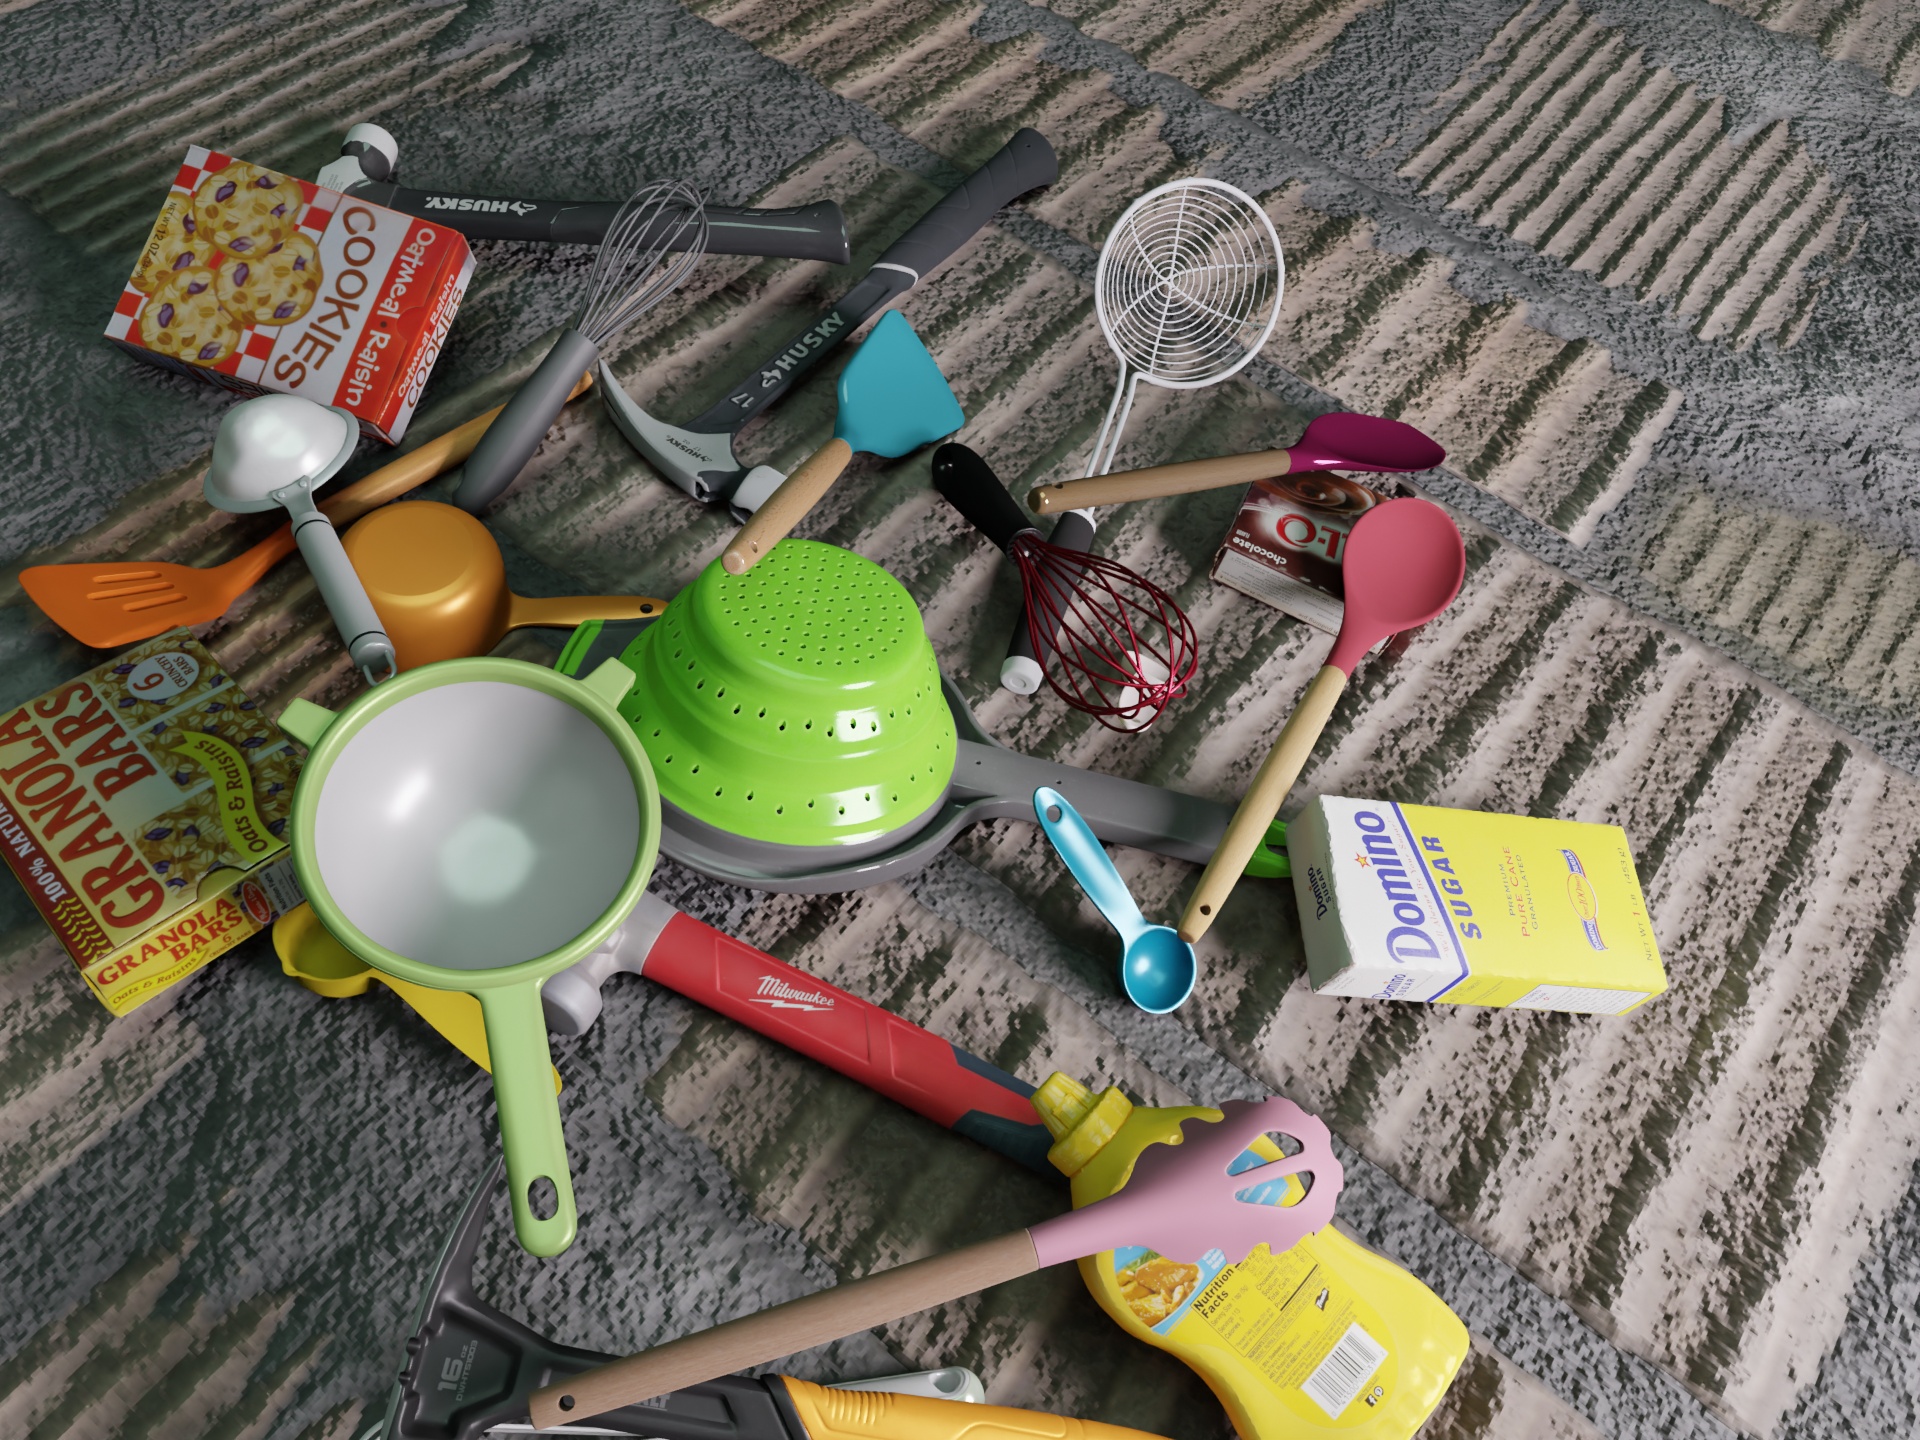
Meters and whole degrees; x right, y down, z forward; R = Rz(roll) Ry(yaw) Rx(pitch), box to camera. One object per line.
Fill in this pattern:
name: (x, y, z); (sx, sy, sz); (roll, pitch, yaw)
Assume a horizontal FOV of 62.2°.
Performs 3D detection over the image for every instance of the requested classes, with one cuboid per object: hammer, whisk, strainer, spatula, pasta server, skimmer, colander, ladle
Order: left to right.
strainer: (-0.326, -0.101, 0.795); (0.087, 0.050, 0.259); (-31, 55, -11)
spatula: (-0.332, -0.125, 0.861); (0.081, 0.041, 0.322); (34, 55, 28)
strainer: (-0.196, 0.100, 0.680); (0.151, 0.069, 0.257); (-9, 70, -18)
hammer: (-0.234, -0.304, 0.982); (0.335, 0.035, 0.146); (4, 55, 1)
whisk: (-0.213, -0.213, 0.901); (0.055, 0.055, 0.239); (30, 79, 11)
whisk: (-0.109, 0.279, 0.620); (0.246, 0.059, 0.058); (-2, 16, -16)
spatula: (-0.064, -0.142, 0.841); (0.082, 0.044, 0.318); (56, 23, -16)
hammer: (-0.040, 0.263, 0.608); (0.336, 0.034, 0.127); (16, 68, -12)
hammer: (-0.059, -0.275, 1.013); (0.149, 0.036, 0.409); (31, 56, 13)
colander: (-0.001, -0.002, 0.780); (0.397, 0.094, 0.205); (14, 41, -6)
pasta server: (0.000, 0.204, 0.588); (0.316, 0.040, 0.060); (-15, 72, -10)
hammer: (0.002, 0.154, 0.727); (0.386, 0.038, 0.143); (25, 54, 8)
whisk: (0.042, -0.083, 0.835); (0.073, 0.073, 0.296); (-12, 35, -17)
skimmer: (0.104, -0.172, 0.934); (0.127, 0.090, 0.363); (37, 54, -22)
ladle: (0.186, -0.006, 0.827); (0.069, 0.031, 0.315); (35, 58, 2)

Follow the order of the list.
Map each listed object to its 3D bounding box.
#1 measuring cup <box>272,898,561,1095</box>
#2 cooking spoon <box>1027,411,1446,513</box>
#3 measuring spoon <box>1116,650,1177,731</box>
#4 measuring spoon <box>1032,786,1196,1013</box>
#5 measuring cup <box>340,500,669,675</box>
measuring cup: (-0.240, 0.126, 0.714); (0.156, 0.029, 0.062); (34, 57, 11)
cooking spoon: (0.164, -0.144, 0.901); (0.319, 0.017, 0.069); (-14, 47, -35)
measuring spoon: (0.092, -0.010, 0.830); (0.034, 0.018, 0.124); (31, 20, 2)
measuring spoon: (0.068, 0.085, 0.764); (0.042, 0.021, 0.128); (-38, 101, -23)
measuring cup: (-0.239, -0.072, 0.832); (0.173, 0.052, 0.095); (0, 56, -7)
